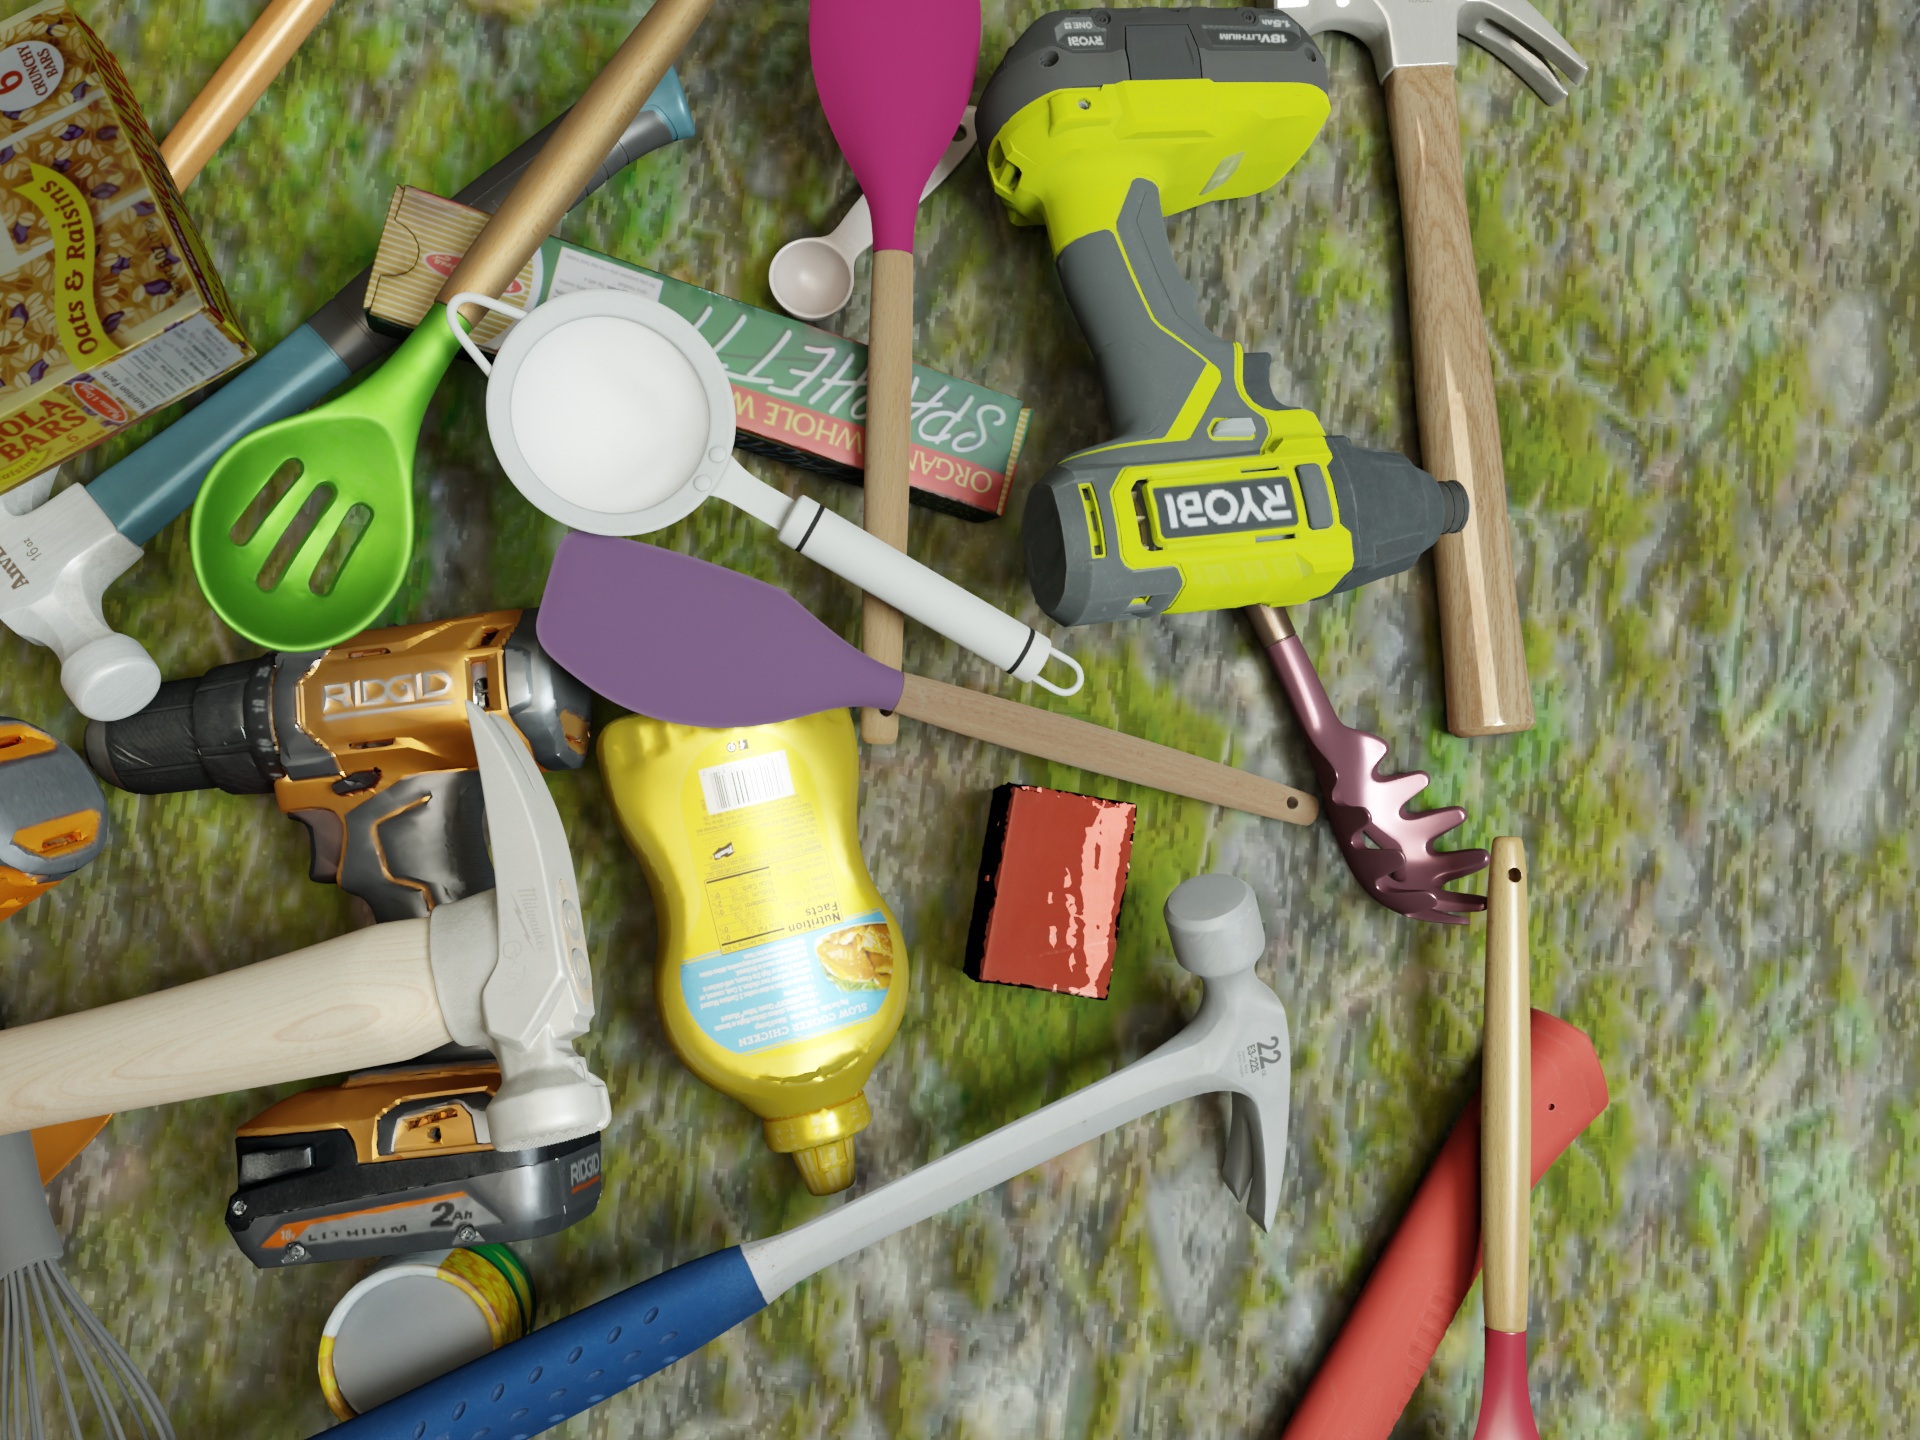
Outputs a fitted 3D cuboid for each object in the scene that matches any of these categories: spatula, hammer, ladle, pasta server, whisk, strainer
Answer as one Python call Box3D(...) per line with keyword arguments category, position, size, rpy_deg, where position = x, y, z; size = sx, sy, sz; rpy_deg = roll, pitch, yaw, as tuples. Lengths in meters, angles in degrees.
Box3D(category="spatula", position=(-0.245, -0.308, 0.644), size=(0.081, 0.041, 0.322), rpy_deg=(37, 87, 0))
Box3D(category="hammer", position=(-0.232, -0.151, 0.613), size=(0.331, 0.033, 0.128), rpy_deg=(-43, 71, -11))
Box3D(category="hammer", position=(-0.060, 0.195, 0.559), size=(0.405, 0.035, 0.144), rpy_deg=(-23, 115, -13))
Box3D(category="hammer", position=(0.206, -0.159, 0.663), size=(0.130, 0.031, 0.331), rpy_deg=(-5, 86, -5))
Box3D(category="hammer", position=(0.140, 0.269, 0.620), size=(0.149, 0.036, 0.359), rpy_deg=(32, 84, -2))
Box3D(category="ladle", position=(0.206, 0.202, 0.599), size=(0.069, 0.031, 0.315), rpy_deg=(3, 84, -4))
Box3D(category="pasta server", position=(0.124, -0.060, 0.645), size=(0.060, 0.040, 0.316), rpy_deg=(-20, 83, -47))
Box3D(category="whisk", position=(-0.333, 0.193, 0.568), size=(0.055, 0.055, 0.239), rpy_deg=(-25, 75, -6))
Box3D(category="hammer", position=(-0.325, 0.113, 0.533), size=(0.410, 0.038, 0.146), rpy_deg=(-15, 75, 4))
Box3D(category="strainer", position=(-0.066, -0.074, 0.574), size=(0.258, 0.050, 0.087), rpy_deg=(30, 78, -11))
Box3D(category="spatula", position=(-0.001, -0.002, 0.601), size=(0.315, 0.018, 0.060), rpy_deg=(15, 83, -18))

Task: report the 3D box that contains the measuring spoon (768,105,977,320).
Box3D(category="measuring spoon", position=(-0.032, -0.210, 0.659), size=(0.034, 0.018, 0.124), rpy_deg=(41, 77, 1))

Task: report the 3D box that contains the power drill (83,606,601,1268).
Box3D(category="power drill", position=(-0.225, 0.076, 0.585), size=(0.185, 0.084, 0.226), rpy_deg=(-7, 81, 2))

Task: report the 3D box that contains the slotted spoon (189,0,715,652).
Box3D(category="slotted spoon", position=(-0.161, -0.160, 0.558), size=(0.070, 0.031, 0.314), rpy_deg=(39, 74, -31))

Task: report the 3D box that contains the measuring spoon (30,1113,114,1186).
Box3D(category="measuring spoon", position=(-0.360, 0.178, 0.600), size=(0.021, 0.011, 0.117), rpy_deg=(43, 80, 7))

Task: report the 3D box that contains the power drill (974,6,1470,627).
Box3D(category="power drill", position=(0.097, -0.152, 0.611), size=(0.171, 0.080, 0.223), rpy_deg=(-7, 78, -15))

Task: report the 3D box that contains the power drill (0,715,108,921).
Box3D(category="power drill", position=(-0.425, -0.009, 0.566), size=(0.164, 0.084, 0.226), rpy_deg=(-30, 91, 17))

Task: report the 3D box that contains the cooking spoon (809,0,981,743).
Box3D(category="cooking spoon", position=(-0.026, -0.150, 0.600), size=(0.068, 0.017, 0.319), rpy_deg=(0, 94, -23))
